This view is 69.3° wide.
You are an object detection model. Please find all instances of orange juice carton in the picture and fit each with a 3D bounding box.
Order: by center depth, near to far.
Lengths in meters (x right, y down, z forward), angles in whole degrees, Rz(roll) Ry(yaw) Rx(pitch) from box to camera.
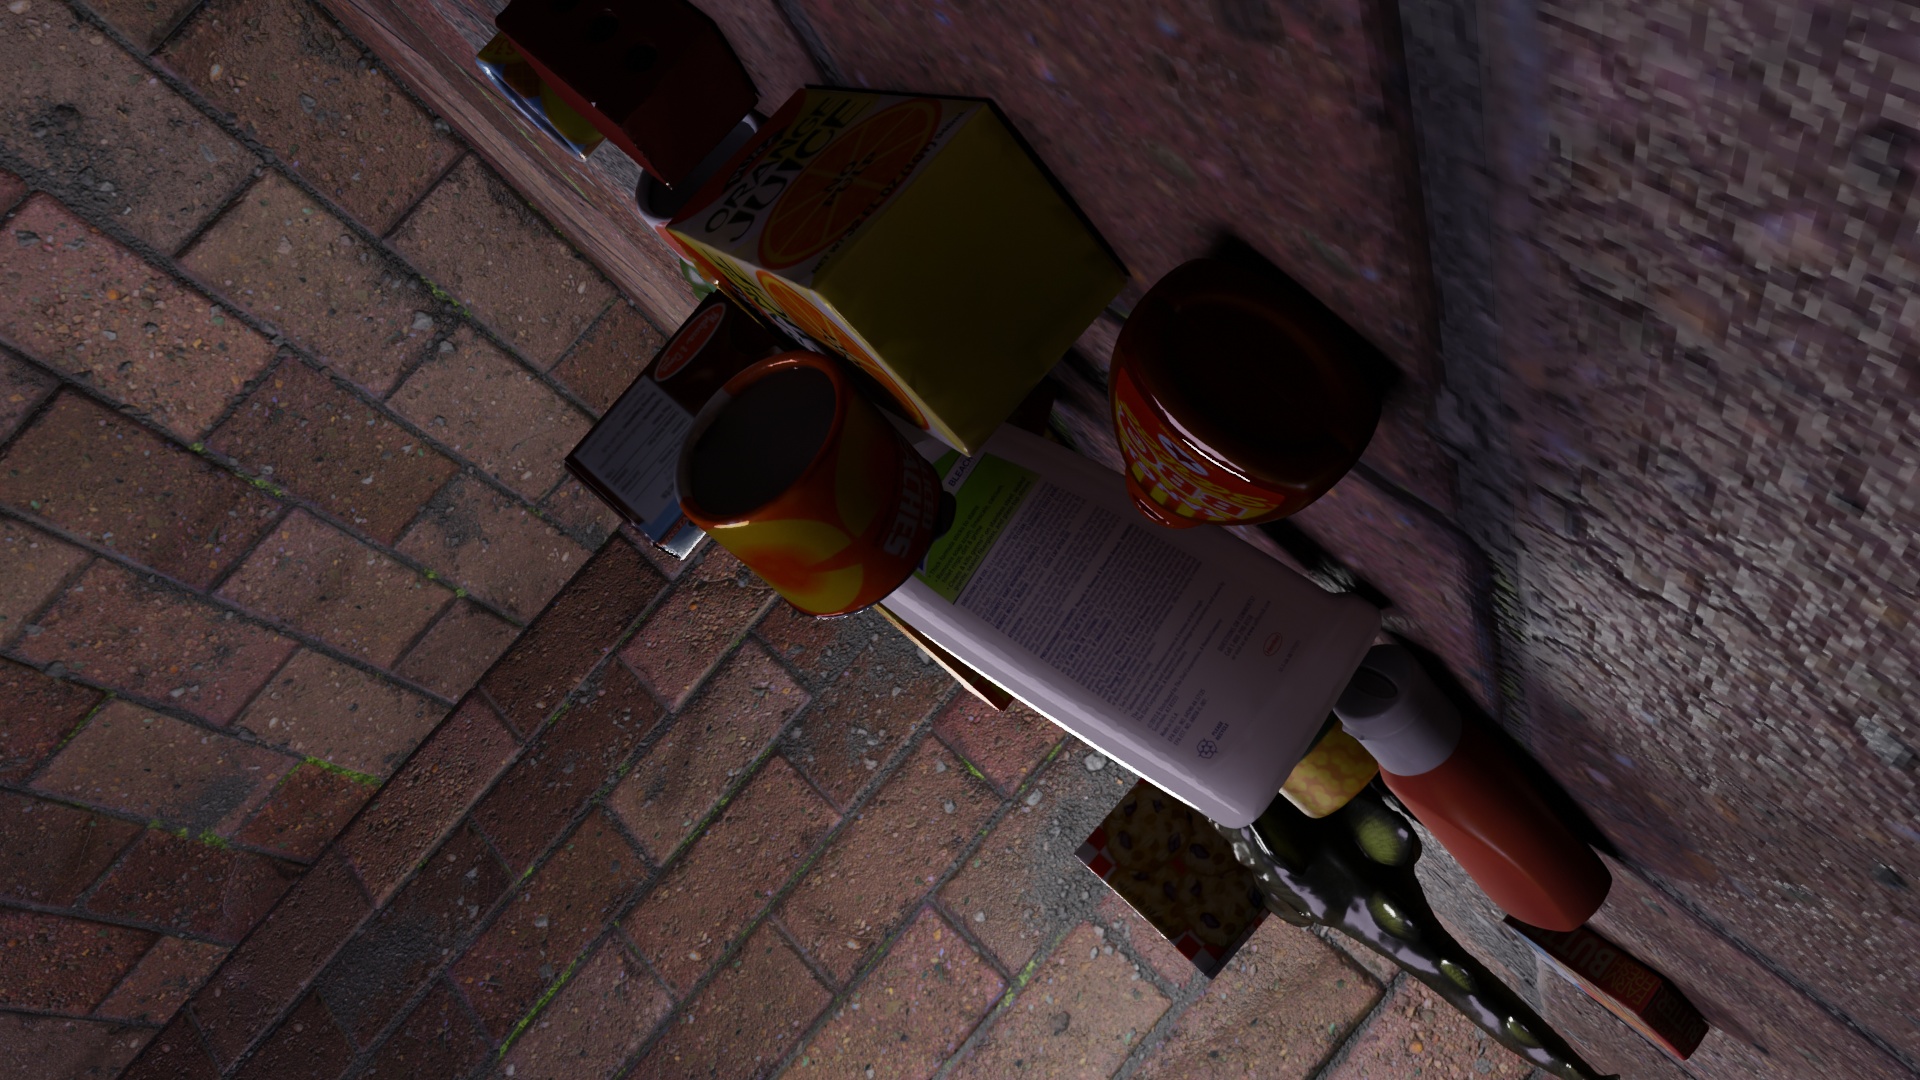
[{"bbox_3d":[-0.036,-0.099,0.462,0.073,0.072,0.193,45,175,-32],"label":"orange juice carton"}]

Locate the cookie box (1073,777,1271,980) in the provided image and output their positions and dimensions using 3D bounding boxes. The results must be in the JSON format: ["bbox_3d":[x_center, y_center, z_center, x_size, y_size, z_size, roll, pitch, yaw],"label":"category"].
[{"bbox_3d":[0.182,0.201,0.974,0.123,0.167,0.040,39,172,28],"label":"cookie box"}]

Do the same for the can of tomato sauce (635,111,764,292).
[{"bbox_3d":[-0.091,-0.138,0.613,0.071,0.071,0.083,38,174,40],"label":"can of tomato sauce"}]

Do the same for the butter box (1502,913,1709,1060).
[{"bbox_3d":[0.352,0.237,0.761,0.053,0.024,0.103,42,176,-23],"label":"butter box"}]

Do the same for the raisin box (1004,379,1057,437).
[{"bbox_3d":[-0.030,-0.043,0.593,0.123,0.086,0.040,18,154,-2],"label":"raisin box"}]

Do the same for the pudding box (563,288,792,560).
[{"bbox_3d":[-0.093,-0.041,0.495,0.050,0.084,0.030,40,177,17],"label":"pudding box"}]

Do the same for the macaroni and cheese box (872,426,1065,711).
[{"bbox_3d":[0.002,-0.009,0.696,0.166,0.124,0.040,45,171,-36],"label":"macaroni and cheese box"}]

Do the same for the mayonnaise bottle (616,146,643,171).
[{"bbox_3d":[-0.107,-0.162,0.701,0.148,0.041,0.065,43,178,-34],"label":"mayonnaise bottle"}]

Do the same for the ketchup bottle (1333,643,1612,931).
[{"bbox_3d":[0.200,0.098,0.553,0.148,0.043,0.065,44,175,-28],"label":"ketchup bottle"}]

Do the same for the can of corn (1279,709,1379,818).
[{"bbox_3d":[0.157,0.085,0.631,0.058,0.071,0.071,41,176,2],"label":"can of corn"}]

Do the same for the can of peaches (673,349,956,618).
[{"bbox_3d":[-0.046,-0.018,0.438,0.071,0.071,0.058,37,173,46],"label":"can of peaches"}]

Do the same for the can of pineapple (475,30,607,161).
[{"bbox_3d":[-0.181,-0.220,0.641,0.071,0.058,0.071,41,176,4],"label":"can of pineapple"}]

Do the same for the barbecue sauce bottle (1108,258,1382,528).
[{"bbox_3d":[0.070,-0.030,0.390,0.065,0.044,0.148,40,176,6],"label":"barbecue sauce bottle"}]
